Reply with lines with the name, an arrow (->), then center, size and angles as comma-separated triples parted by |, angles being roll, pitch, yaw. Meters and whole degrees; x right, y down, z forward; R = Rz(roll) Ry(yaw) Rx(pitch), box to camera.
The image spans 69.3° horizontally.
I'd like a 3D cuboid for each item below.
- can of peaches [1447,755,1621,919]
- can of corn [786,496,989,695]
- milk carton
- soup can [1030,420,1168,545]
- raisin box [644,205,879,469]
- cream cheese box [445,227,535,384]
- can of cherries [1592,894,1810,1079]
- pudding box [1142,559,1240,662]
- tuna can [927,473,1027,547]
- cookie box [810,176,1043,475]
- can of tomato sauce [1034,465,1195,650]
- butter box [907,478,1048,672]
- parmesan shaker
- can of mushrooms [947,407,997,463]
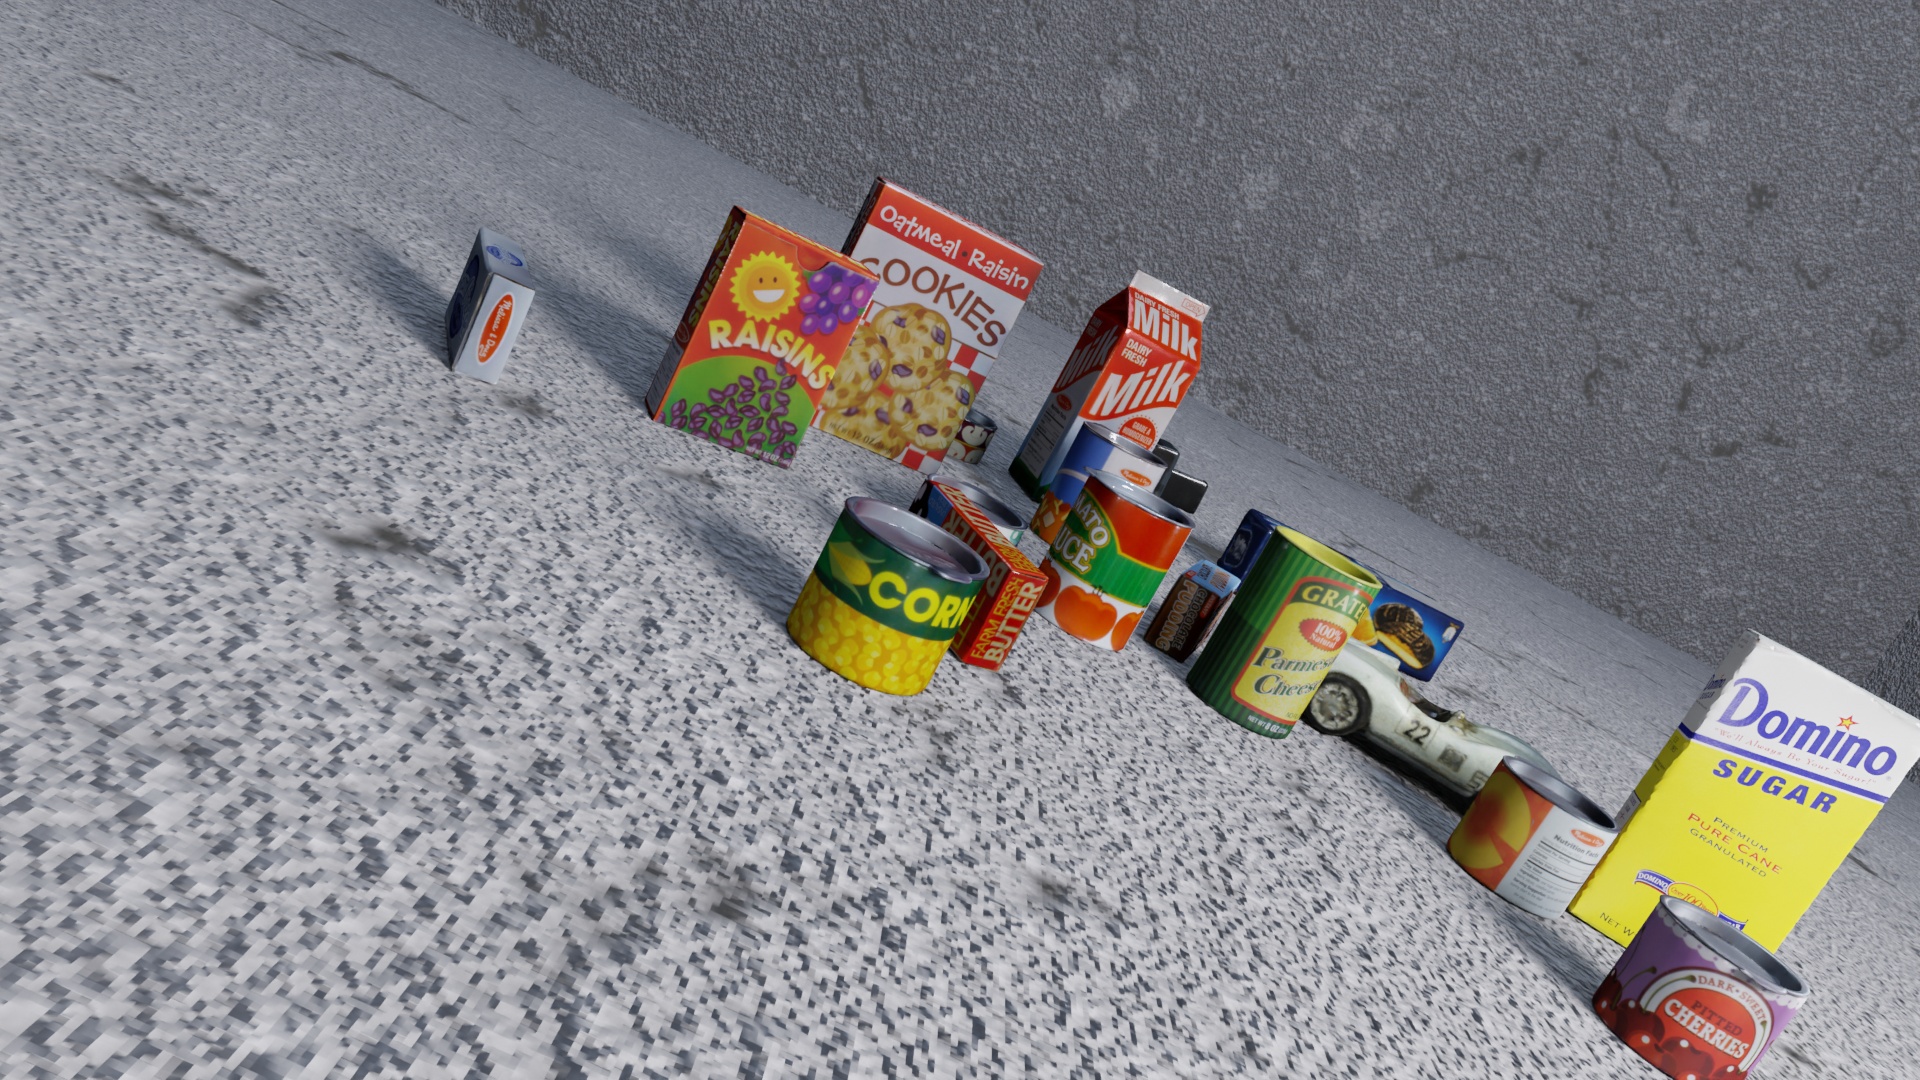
can of peaches -> 0.299, 0.154, 0.730 | 0.071, 0.058, 0.071 | 26, 13, -7
can of corn -> -0.029, 0.024, 0.571 | 0.071, 0.058, 0.071 | 26, 13, -7
milk carton -> 0.120, -0.112, 1.083 | 0.072, 0.190, 0.073 | 23, 14, -22
soup can -> 0.095, -0.033, 0.970 | 0.071, 0.083, 0.071 | 26, 13, -7
raisin box -> -0.112, -0.112, 0.775 | 0.086, 0.123, 0.040 | 21, 15, -28
cream cheese box -> -0.240, -0.121, 0.705 | 0.024, 0.053, 0.104 | 21, 15, -28
can of cherries -> 0.322, 0.199, 0.607 | 0.071, 0.058, 0.072 | 26, 13, -7
pudding box -> 0.145, 0.042, 0.863 | 0.030, 0.049, 0.084 | 31, 14, 14
tuna can -> 0.003, -0.010, 0.816 | 0.071, 0.032, 0.071 | 26, 13, -7
cookie box -> -0.037, -0.143, 0.941 | 0.123, 0.167, 0.040 | 23, 14, -22
can of tomato sauce -> 0.082, 0.010, 0.787 | 0.071, 0.083, 0.071 | 26, 13, -7
butter box -> 0.000, 0.015, 0.672 | 0.024, 0.053, 0.104 | 19, 16, -34
parmesan shaker -> 0.183, 0.053, 0.783 | 0.071, 0.103, 0.071 | 26, 13, -7
can of mushrooms -> -0.005, -0.090, 1.094 | 0.071, 0.033, 0.071 | 26, 13, -7
